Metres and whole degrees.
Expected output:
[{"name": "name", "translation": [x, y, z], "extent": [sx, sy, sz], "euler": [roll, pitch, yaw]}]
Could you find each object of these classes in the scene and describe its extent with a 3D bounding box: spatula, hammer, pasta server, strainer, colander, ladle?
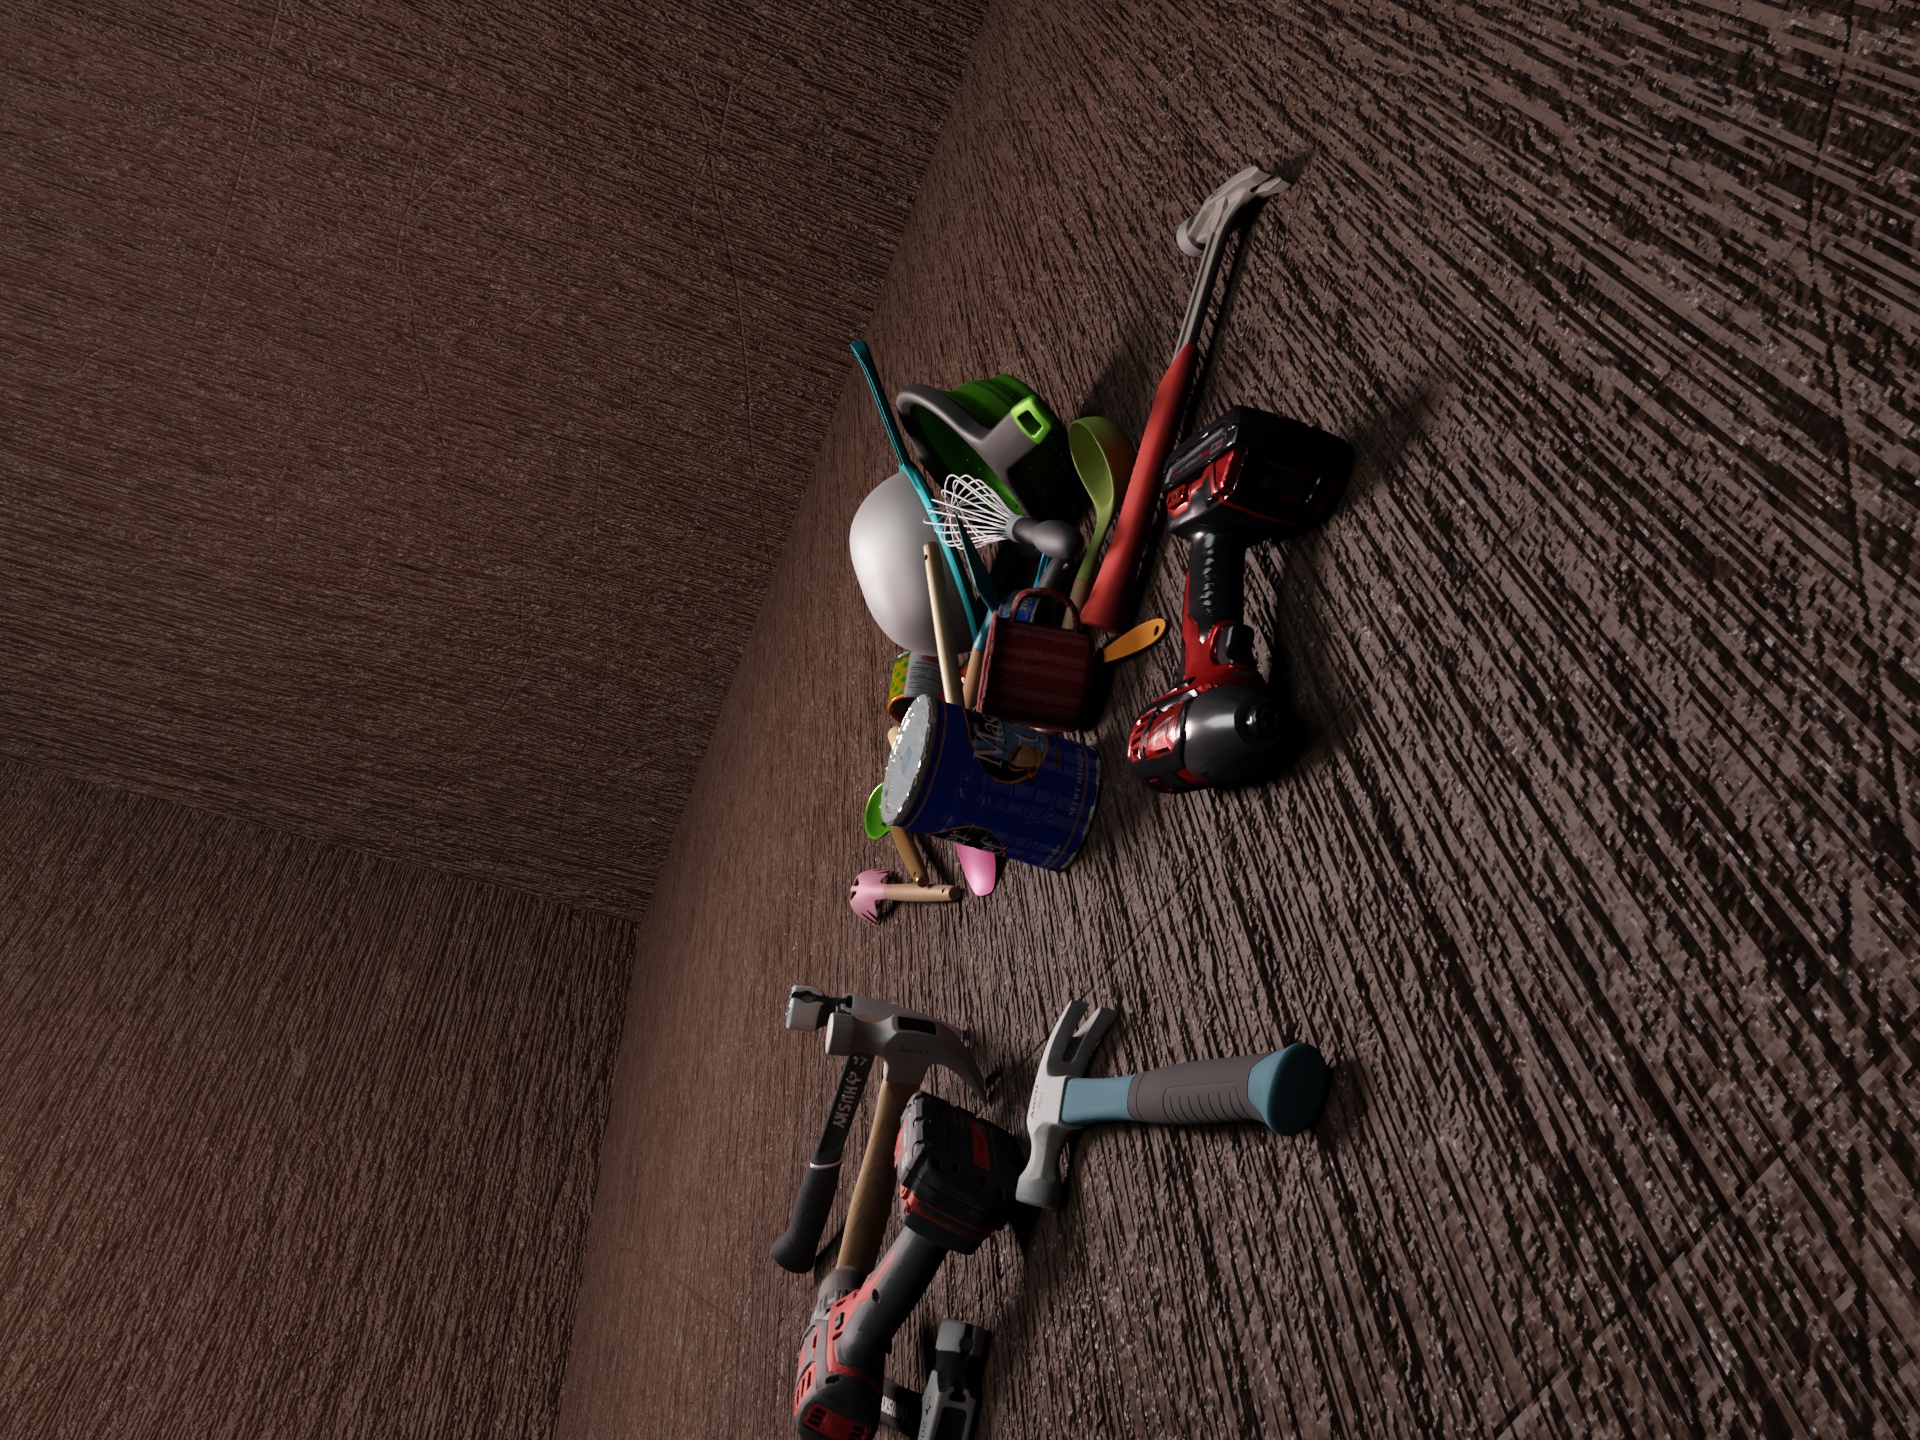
[{"name": "spatula", "translation": [0.005, -0.052, 1.442], "extent": [0.317, 0.044, 0.082], "euler": [101, 159, -51]}, {"name": "hammer", "translation": [0.164, -0.241, 1.228], "extent": [0.149, 0.036, 0.359], "euler": [-176, 104, -75]}, {"name": "hammer", "translation": [-0.110, 0.379, 1.416], "extent": [0.036, 0.149, 0.408], "euler": [-89, 12, -48]}, {"name": "pasta server", "translation": [-0.055, 0.173, 1.589], "extent": [0.316, 0.040, 0.060], "euler": [165, 121, -68]}, {"name": "strainer", "translation": [-0.075, -0.200, 1.565], "extent": [0.211, 0.095, 0.340], "euler": [-121, 9, -63]}, {"name": "hammer", "translation": [-0.061, 0.516, 1.198], "extent": [0.334, 0.035, 0.146], "euler": [142, 144, -66]}, {"name": "hammer", "translation": [0.111, 0.217, 0.911], "extent": [0.331, 0.033, 0.128], "euler": [143, 141, -66]}, {"name": "colander", "translation": [0.054, -0.258, 1.419], "extent": [0.094, 0.204, 0.397], "euler": [-42, 6, -8]}, {"name": "hammer", "translation": [-0.064, 0.367, 1.268], "extent": [0.031, 0.130, 0.331], "euler": [-98, 18, -59]}, {"name": "ladle", "translation": [0.084, -0.093, 1.317], "extent": [0.078, 0.062, 0.320], "euler": [-164, 89, -75]}]

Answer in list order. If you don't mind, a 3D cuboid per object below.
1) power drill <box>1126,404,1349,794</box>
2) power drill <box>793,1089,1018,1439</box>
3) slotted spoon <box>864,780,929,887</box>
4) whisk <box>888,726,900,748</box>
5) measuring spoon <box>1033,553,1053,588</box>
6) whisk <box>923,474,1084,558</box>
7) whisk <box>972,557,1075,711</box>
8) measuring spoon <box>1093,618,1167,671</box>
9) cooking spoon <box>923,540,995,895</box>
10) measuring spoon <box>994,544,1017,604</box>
[{"name": "power drill", "translation": [0.164, -0.067, 0.959], "extent": [0.143, 0.078, 0.220], "euler": [155, 128, -71]}, {"name": "power drill", "translation": [-0.048, 0.383, 1.135], "extent": [0.226, 0.080, 0.188], "euler": [-62, 6, 8]}, {"name": "slotted spoon", "translation": [-0.061, 0.121, 1.632], "extent": [0.070, 0.031, 0.314], "euler": [-62, 14, 5]}, {"name": "whisk", "translation": [-0.062, 0.047, 1.721], "extent": [0.245, 0.051, 0.047], "euler": [-119, 42, -74]}, {"name": "measuring spoon", "translation": [0.074, -0.107, 1.458], "extent": [0.042, 0.021, 0.128], "euler": [-84, 8, -52]}, {"name": "whisk", "translation": [0.039, -0.166, 1.358], "extent": [0.285, 0.070, 0.070], "euler": [32, 105, 65]}, {"name": "whisk", "translation": [0.046, -0.042, 1.419], "extent": [0.055, 0.055, 0.239], "euler": [-121, 53, -71]}, {"name": "measuring spoon", "translation": [0.130, -0.056, 1.202], "extent": [0.117, 0.011, 0.021], "euler": [152, 130, -65]}, {"name": "cooking spoon", "translation": [-0.002, -0.004, 1.399], "extent": [0.069, 0.017, 0.319], "euler": [-28, 69, 62]}, {"name": "measuring spoon", "translation": [0.044, -0.119, 1.582], "extent": [0.034, 0.018, 0.124], "euler": [144, 134, -63]}]
